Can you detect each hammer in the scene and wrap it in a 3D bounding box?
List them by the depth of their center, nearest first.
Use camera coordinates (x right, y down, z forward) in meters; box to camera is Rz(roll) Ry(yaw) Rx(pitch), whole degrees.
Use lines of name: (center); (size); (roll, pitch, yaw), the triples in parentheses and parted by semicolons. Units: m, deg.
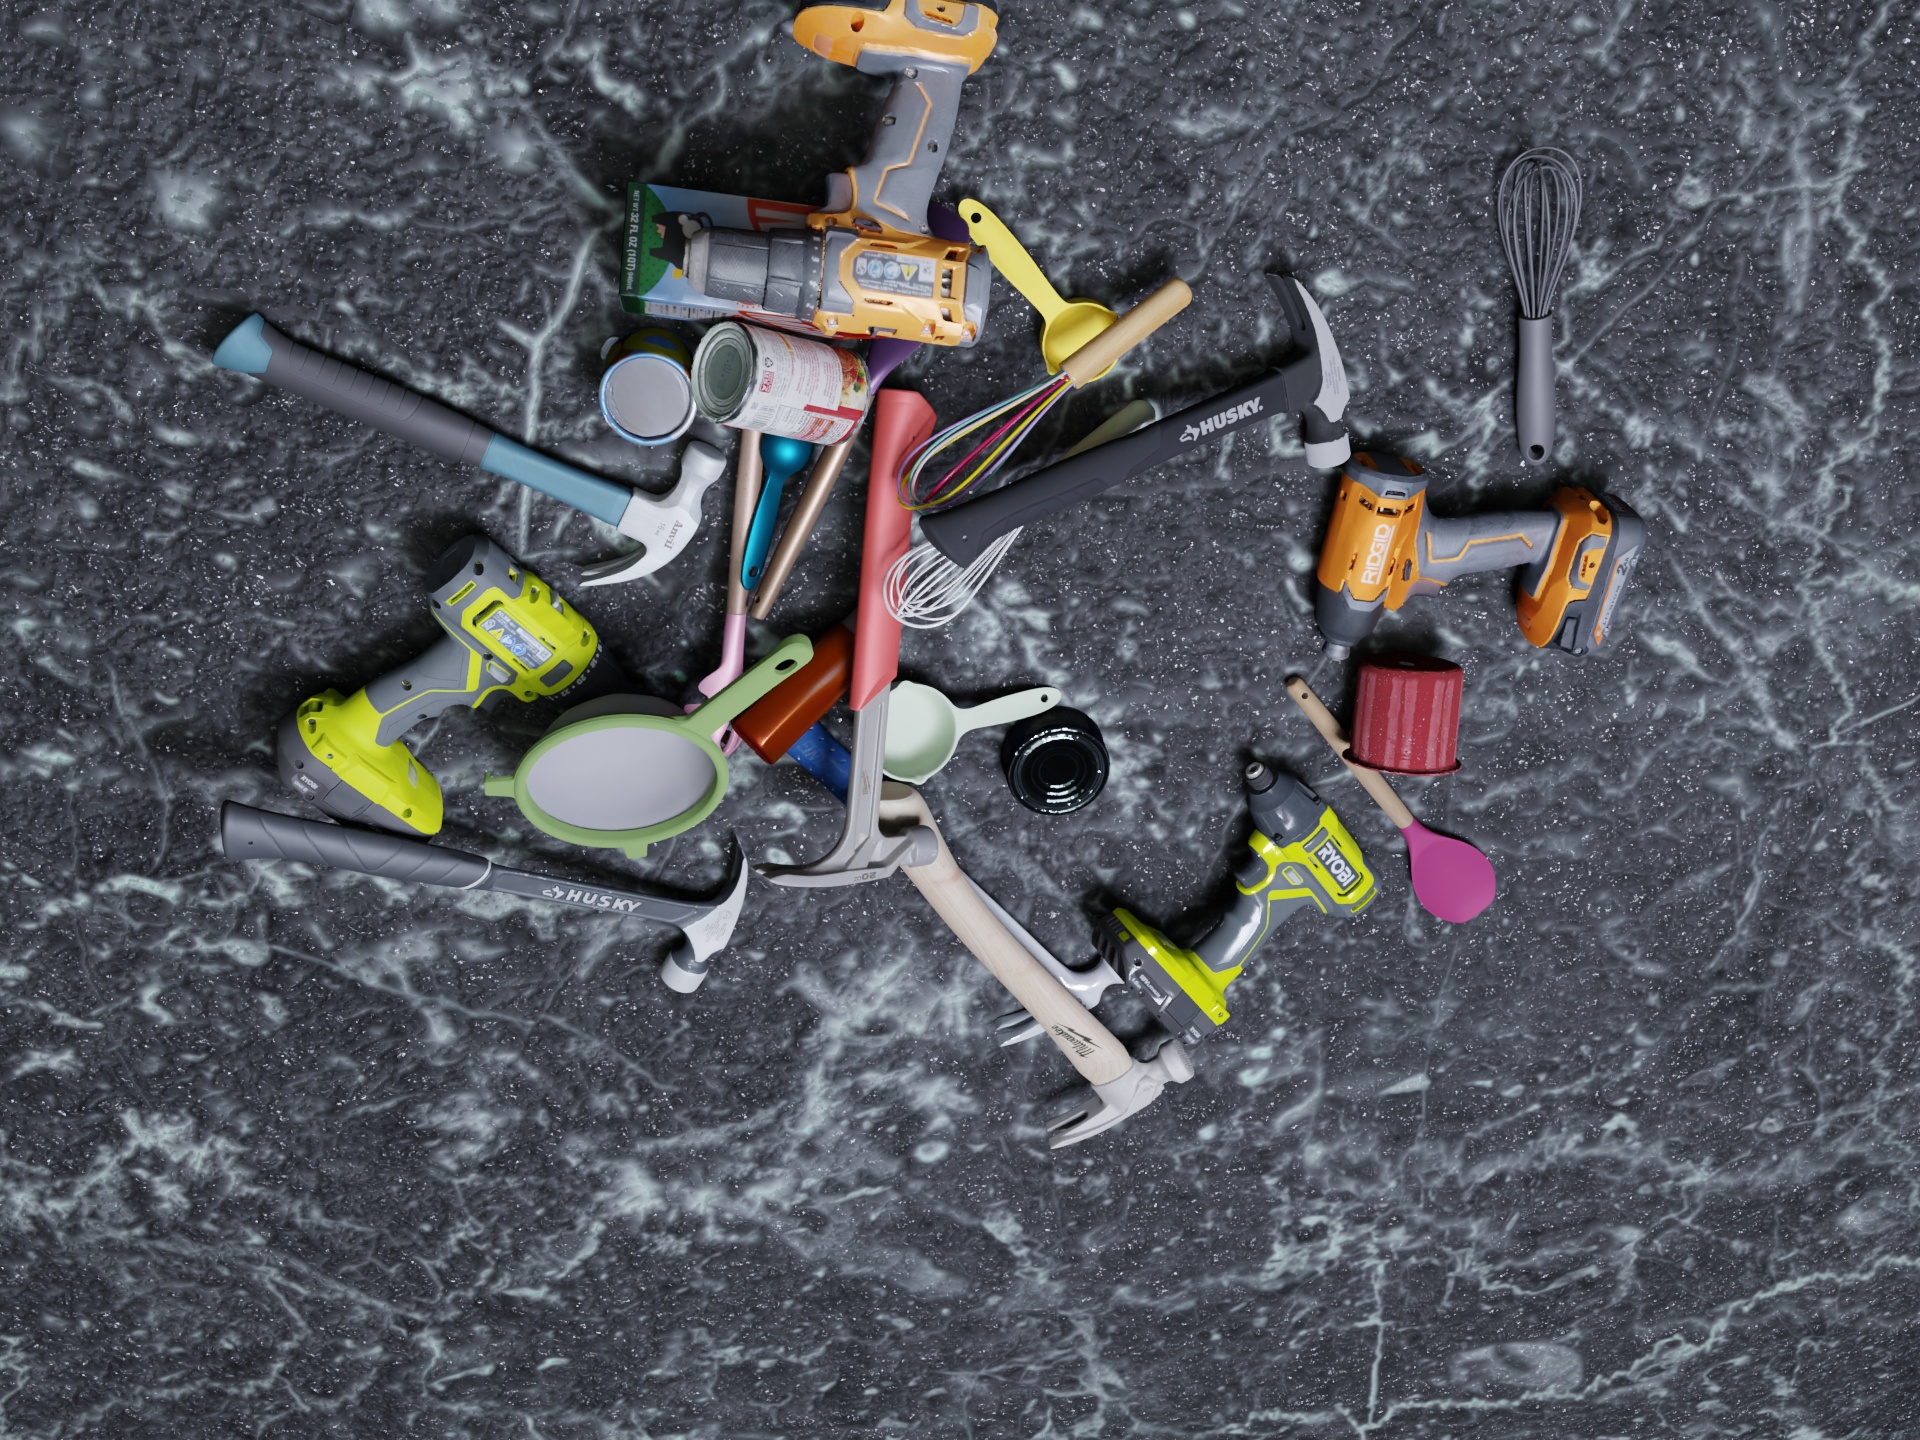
hammer: (-0.338, -0.193, 1.092); (0.330, 0.033, 0.128); (22, 113, -19)
hammer: (0.123, -0.192, 1.100); (0.335, 0.035, 0.146); (-25, 119, -15)
hammer: (-0.068, -0.057, 1.143); (0.149, 0.037, 0.359); (-4, 106, -36)
hammer: (-0.347, 0.117, 1.203); (0.408, 0.036, 0.149); (17, 117, -35)
hammer: (-0.019, 0.126, 1.317); (0.144, 0.035, 0.405); (-38, 118, 13)
hammer: (0.034, 0.206, 1.329); (0.146, 0.038, 0.410); (-33, 118, 12)

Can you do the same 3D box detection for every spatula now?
spatula: (-0.076, -0.205, 1.104); (0.018, 0.060, 0.316); (1, 124, -53)

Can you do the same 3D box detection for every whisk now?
whisk: (0.058, -0.219, 1.086); (0.245, 0.047, 0.051); (-37, 104, 2)
whisk: (0.045, -0.149, 1.126); (0.246, 0.057, 0.059); (-40, 75, -11)
whisk: (0.415, -0.290, 1.140); (0.055, 0.055, 0.238); (-14, 125, 0)

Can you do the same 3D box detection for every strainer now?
strainer: (-0.205, -0.004, 1.128); (0.256, 0.069, 0.151); (-34, 138, 22)

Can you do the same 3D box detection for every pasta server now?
pasta server: (-0.167, -0.107, 1.160); (0.040, 0.060, 0.316); (20, 114, 25)

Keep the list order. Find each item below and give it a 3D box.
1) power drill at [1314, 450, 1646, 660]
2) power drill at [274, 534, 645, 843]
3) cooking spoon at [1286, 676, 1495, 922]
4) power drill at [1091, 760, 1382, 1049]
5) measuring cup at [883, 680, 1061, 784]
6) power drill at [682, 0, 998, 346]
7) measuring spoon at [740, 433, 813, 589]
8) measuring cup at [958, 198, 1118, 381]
power drill: (0.384, -0.112, 1.217); (0.226, 0.084, 0.164); (6, 119, -7)
power drill: (-0.363, -0.006, 1.169); (0.228, 0.080, 0.190); (-37, 127, 10)
cooking spoon: (0.365, 0.070, 1.351); (0.069, 0.017, 0.318); (-39, 118, 9)
power drill: (0.226, 0.150, 1.328); (0.223, 0.080, 0.171); (-43, 118, -1)
measuring cup: (-0.002, -0.004, 1.250); (0.167, 0.038, 0.083); (-14, 105, -20)
power drill: (-0.069, -0.347, 0.964); (0.185, 0.084, 0.226); (4, 91, -11)
measuring spoon: (-0.130, -0.151, 1.128); (0.042, 0.021, 0.128); (3, 109, -48)
measuring cup: (0.051, -0.299, 1.092); (0.062, 0.029, 0.156); (-39, 115, 14)
